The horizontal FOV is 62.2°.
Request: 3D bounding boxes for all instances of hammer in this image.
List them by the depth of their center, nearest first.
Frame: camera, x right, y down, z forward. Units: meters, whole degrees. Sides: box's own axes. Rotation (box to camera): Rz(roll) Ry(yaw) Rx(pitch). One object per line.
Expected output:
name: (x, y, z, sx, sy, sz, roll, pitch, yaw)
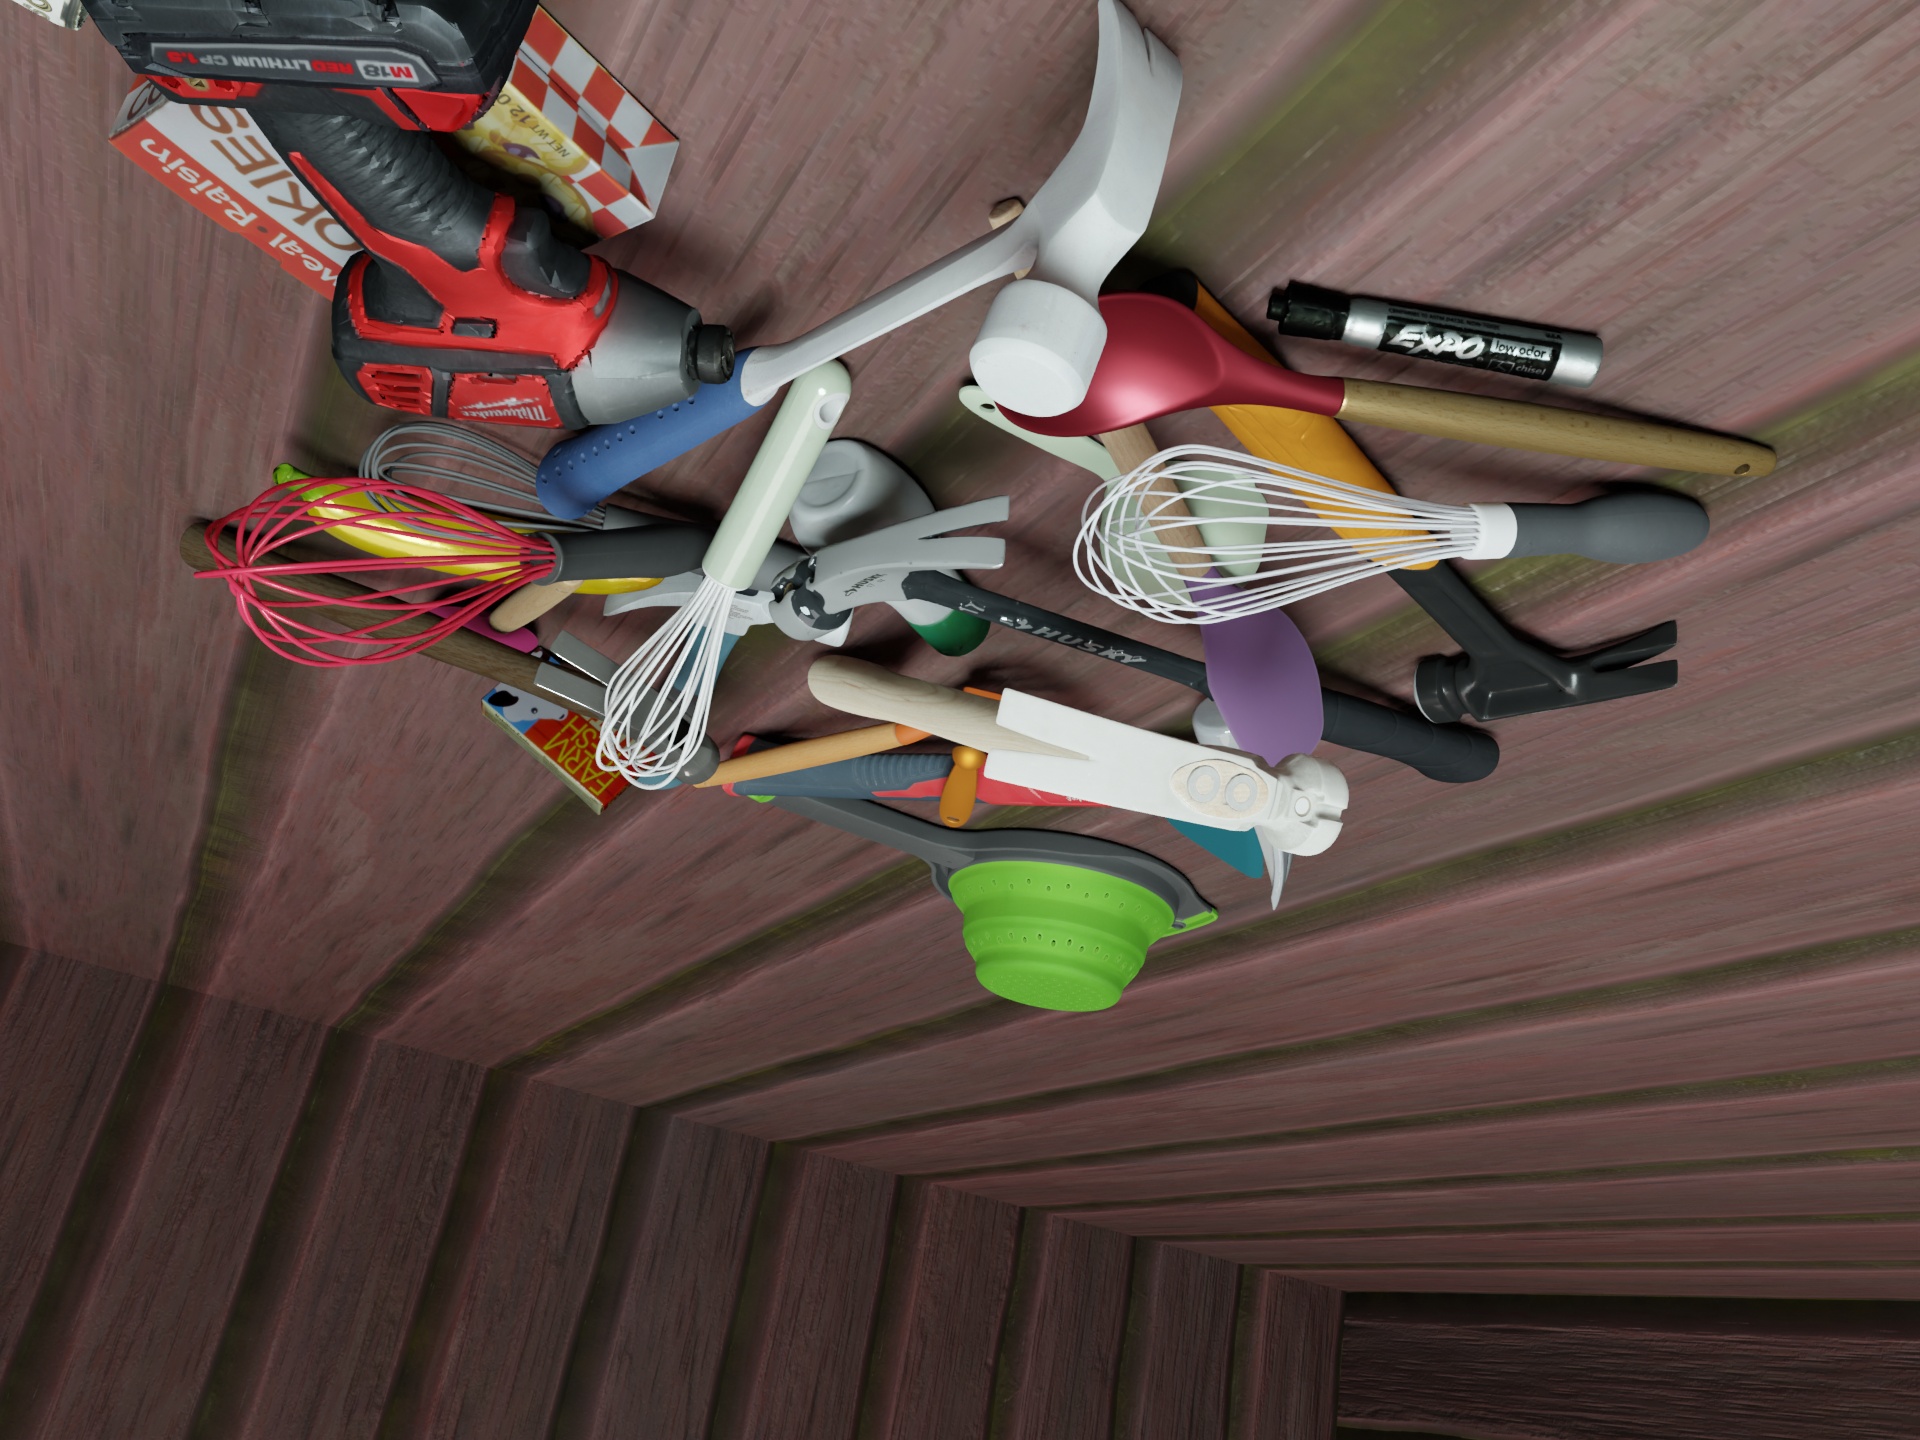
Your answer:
hammer: (-0.067, -0.139, 0.608, 0.035, 0.144, 0.405, 32, 158, -29)
hammer: (0.186, -0.086, 0.686, 0.127, 0.034, 0.336, -11, 148, 42)
hammer: (-0.001, -0.002, 0.751, 0.146, 0.038, 0.411, 13, -179, -25)
hammer: (0.119, -0.025, 0.780, 0.408, 0.036, 0.149, 15, 162, -31)
hammer: (-0.296, -0.048, 0.888, 0.331, 0.031, 0.130, 20, 165, 14)
hammer: (-0.167, -0.019, 0.987, 0.128, 0.033, 0.331, 16, 156, -13)
hammer: (0.016, 0.048, 1.005, 0.386, 0.038, 0.143, 0, 129, 30)

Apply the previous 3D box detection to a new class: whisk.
whisk: (0.176, -0.073, 0.619, 0.284, 0.070, 0.070, -3, 161, -19)
whisk: (-0.187, -0.067, 0.664, 0.073, 0.073, 0.296, -1, -173, 25)
whisk: (-0.111, -0.062, 0.733, 0.057, 0.059, 0.246, -10, 140, -50)
whisk: (-0.179, -0.101, 0.803, 0.239, 0.055, 0.055, 13, 156, -17)

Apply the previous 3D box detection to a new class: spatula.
spatula: (0.090, -0.083, 0.665, 0.018, 0.060, 0.315, 21, 155, 48)
spatula: (-0.056, 0.019, 0.969, 0.322, 0.041, 0.081, -13, 146, 38)
spatula: (0.041, 0.047, 1.032, 0.317, 0.044, 0.082, 3, 131, 22)

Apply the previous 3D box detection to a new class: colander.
colander: (0.002, 0.135, 1.179, 0.396, 0.095, 0.204, 21, 154, -22)

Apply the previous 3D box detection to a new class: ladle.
ladle: (0.164, -0.116, 0.590, 0.315, 0.031, 0.069, 6, 145, -12)

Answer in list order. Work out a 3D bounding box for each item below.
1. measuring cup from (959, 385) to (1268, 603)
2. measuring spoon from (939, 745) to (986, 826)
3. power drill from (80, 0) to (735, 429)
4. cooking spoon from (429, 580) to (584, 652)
measuring cup: (0.065, -0.097, 0.704, 0.167, 0.038, 0.083, 23, 153, -30)
measuring spoon: (-0.001, 0.044, 0.950, 0.021, 0.011, 0.116, 14, 154, 0)
power drill: (-0.158, -0.170, 0.508, 0.143, 0.079, 0.219, 7, 158, 6)
cooking spoon: (-0.249, -0.058, 0.880, 0.068, 0.017, 0.319, 19, 168, -23)
